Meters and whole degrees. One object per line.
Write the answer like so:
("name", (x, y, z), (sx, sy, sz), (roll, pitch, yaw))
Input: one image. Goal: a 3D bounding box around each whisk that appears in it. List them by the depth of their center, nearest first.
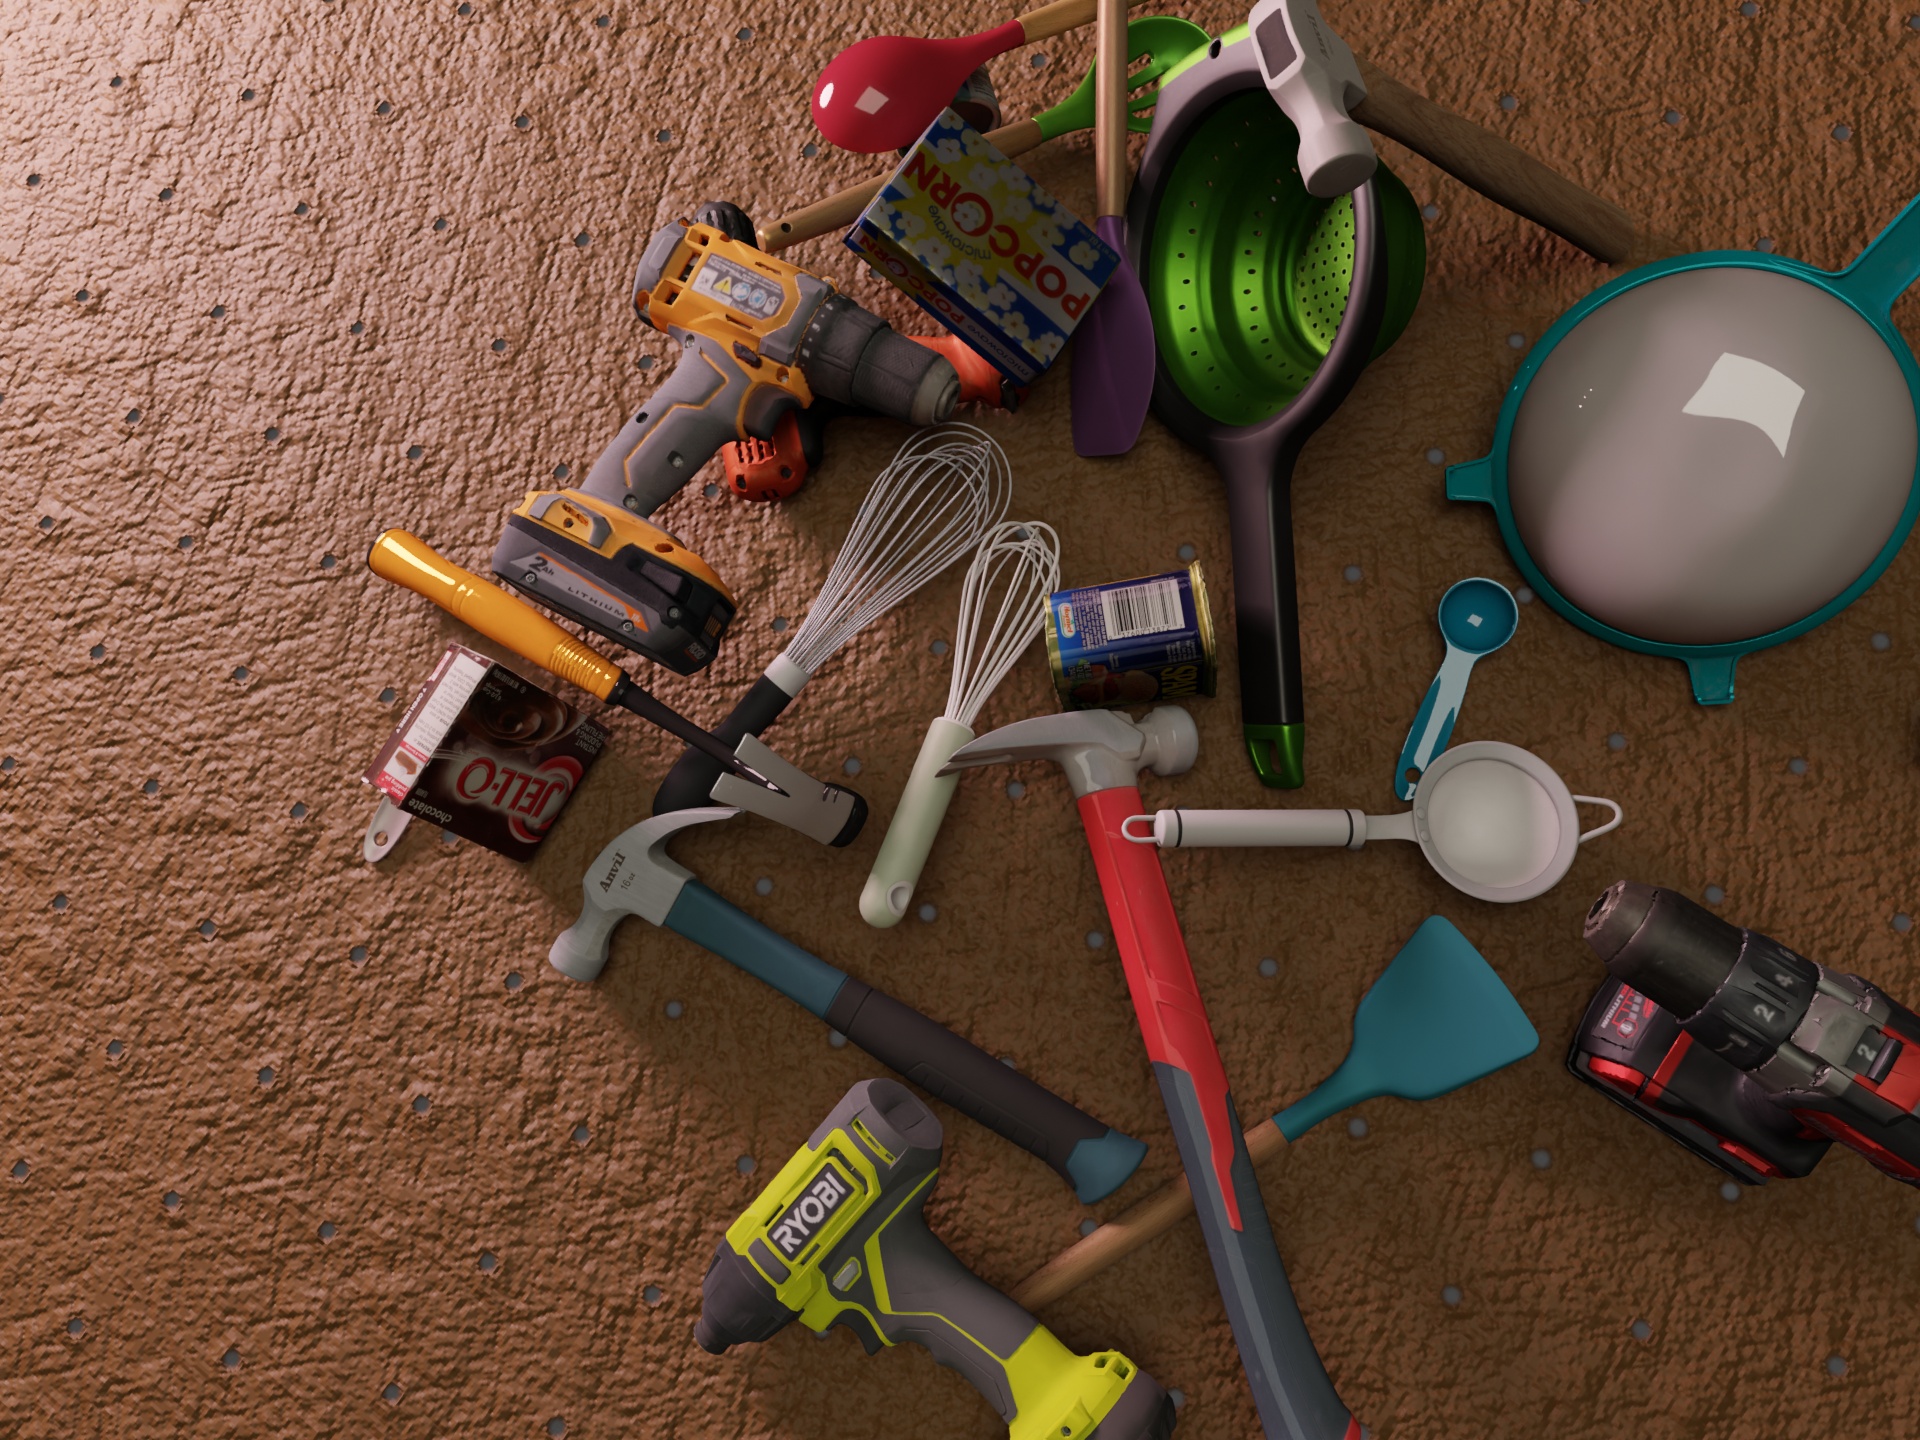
("whisk", (-0.001, -0.003, 0.858), (0.059, 0.057, 0.246), (4, 65, 44))
("whisk", (-0.074, -0.049, 0.887), (0.070, 0.070, 0.284), (41, 90, 12))

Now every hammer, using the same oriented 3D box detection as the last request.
("hammer", (0.100, 0.178, 0.781), (0.143, 0.038, 0.387), (-7, 70, -23))
("hammer", (0.252, -0.284, 0.791), (0.031, 0.331, 0.130), (-29, 68, 41))
("hammer", (-0.054, 0.156, 0.845), (0.331, 0.033, 0.128), (30, 98, 8))
("hammer", (-0.205, -0.029, 0.847), (0.337, 0.127, 0.034), (28, 87, 26))

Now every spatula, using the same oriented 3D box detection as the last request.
("spatula", (0.140, 0.222, 0.813), (0.317, 0.044, 0.082), (-34, 67, 0))
("spatula", (0.086, -0.308, 0.893), (0.060, 0.018, 0.316), (3, 94, 43))

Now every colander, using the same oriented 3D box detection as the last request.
("colander", (0.187, -0.164, 0.861), (0.094, 0.204, 0.397), (-7, 94, -30))

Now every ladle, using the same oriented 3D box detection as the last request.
("ladle", (0.054, -0.401, 0.913), (0.315, 0.031, 0.069), (-29, 79, -20))

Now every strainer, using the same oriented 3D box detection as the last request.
("strainer", (0.413, -0.173, 0.770), (0.211, 0.095, 0.340), (41, 112, 5))
("strainer", (0.209, 0.054, 0.820), (0.258, 0.050, 0.087), (0, 70, -8))

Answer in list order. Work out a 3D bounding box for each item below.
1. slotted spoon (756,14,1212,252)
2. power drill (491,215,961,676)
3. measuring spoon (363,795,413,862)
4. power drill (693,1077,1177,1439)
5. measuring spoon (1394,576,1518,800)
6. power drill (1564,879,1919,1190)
("slotted spoon", (0.020, -0.326, 0.898), (0.314, 0.031, 0.070), (-30, 89, -22))
("power drill", (-0.122, -0.139, 0.849), (0.185, 0.084, 0.226), (26, 82, 10))
("measuring spoon", (-0.308, 0.027, 0.916), (0.034, 0.018, 0.124), (30, 90, 9))
("power drill", (-0.020, 0.314, 0.788), (0.223, 0.080, 0.171), (43, 104, 15))
("measuring spoon", (0.264, -0.016, 0.867), (0.042, 0.021, 0.128), (22, 91, 10))
("power drill", (0.347, 0.142, 0.714), (0.188, 0.226, 0.080), (33, 83, 11))
